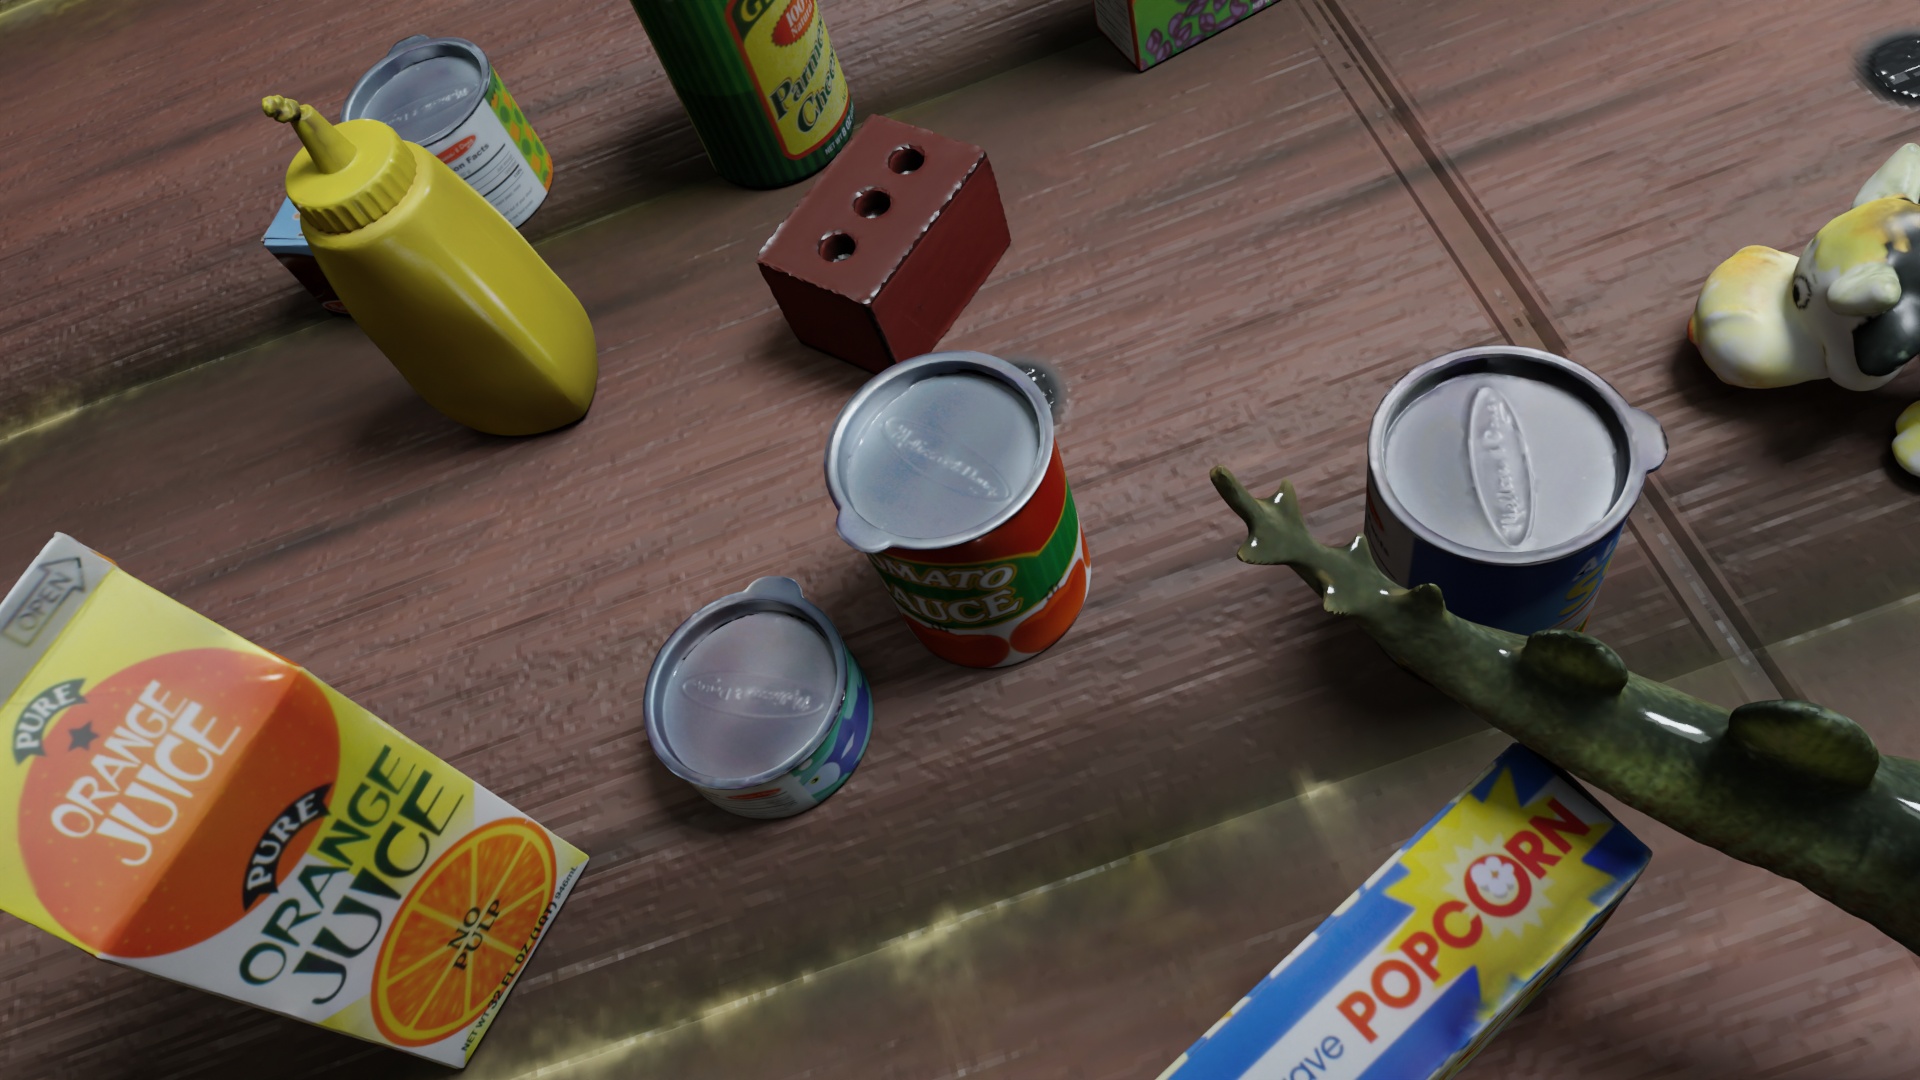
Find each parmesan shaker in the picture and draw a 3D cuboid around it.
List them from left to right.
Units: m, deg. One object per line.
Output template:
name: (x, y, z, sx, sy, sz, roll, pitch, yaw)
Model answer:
parmesan shaker: (-0.085, -0.200, 0.547, 0.071, 0.102, 0.071, -6, 59, 11)

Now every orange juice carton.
orange juice carton: (-0.183, 0.073, 0.360, 0.073, 0.192, 0.072, 19, 67, 23)

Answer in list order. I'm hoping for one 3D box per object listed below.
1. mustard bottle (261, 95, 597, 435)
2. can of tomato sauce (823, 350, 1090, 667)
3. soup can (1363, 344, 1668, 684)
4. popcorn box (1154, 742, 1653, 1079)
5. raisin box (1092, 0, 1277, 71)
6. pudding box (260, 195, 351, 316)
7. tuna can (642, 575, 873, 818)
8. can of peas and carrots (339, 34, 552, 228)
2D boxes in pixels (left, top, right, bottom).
mustard bottle: (-0.183, -0.096, 0.477, 0.065, 0.159, 0.049, -6, 60, 11)
can of tomato sauce: (0.002, -0.005, 0.423, 0.071, 0.082, 0.071, -6, 59, 11)
soup can: (0.148, -0.003, 0.384, 0.071, 0.083, 0.071, -6, 59, 11)
popcorn box: (0.099, 0.113, 0.328, 0.127, 0.085, 0.038, -40, 59, -10)
raisin box: (0.088, -0.252, 0.521, 0.086, 0.123, 0.040, -28, 58, -3)
pudding box: (-0.233, -0.116, 0.567, 0.084, 0.049, 0.030, 4, 62, 17)
tuna can: (-0.062, 0.049, 0.437, 0.071, 0.032, 0.071, -6, 59, 11)
can of peas and carrots: (-0.216, -0.169, 0.589, 0.071, 0.058, 0.071, -6, 59, 11)
